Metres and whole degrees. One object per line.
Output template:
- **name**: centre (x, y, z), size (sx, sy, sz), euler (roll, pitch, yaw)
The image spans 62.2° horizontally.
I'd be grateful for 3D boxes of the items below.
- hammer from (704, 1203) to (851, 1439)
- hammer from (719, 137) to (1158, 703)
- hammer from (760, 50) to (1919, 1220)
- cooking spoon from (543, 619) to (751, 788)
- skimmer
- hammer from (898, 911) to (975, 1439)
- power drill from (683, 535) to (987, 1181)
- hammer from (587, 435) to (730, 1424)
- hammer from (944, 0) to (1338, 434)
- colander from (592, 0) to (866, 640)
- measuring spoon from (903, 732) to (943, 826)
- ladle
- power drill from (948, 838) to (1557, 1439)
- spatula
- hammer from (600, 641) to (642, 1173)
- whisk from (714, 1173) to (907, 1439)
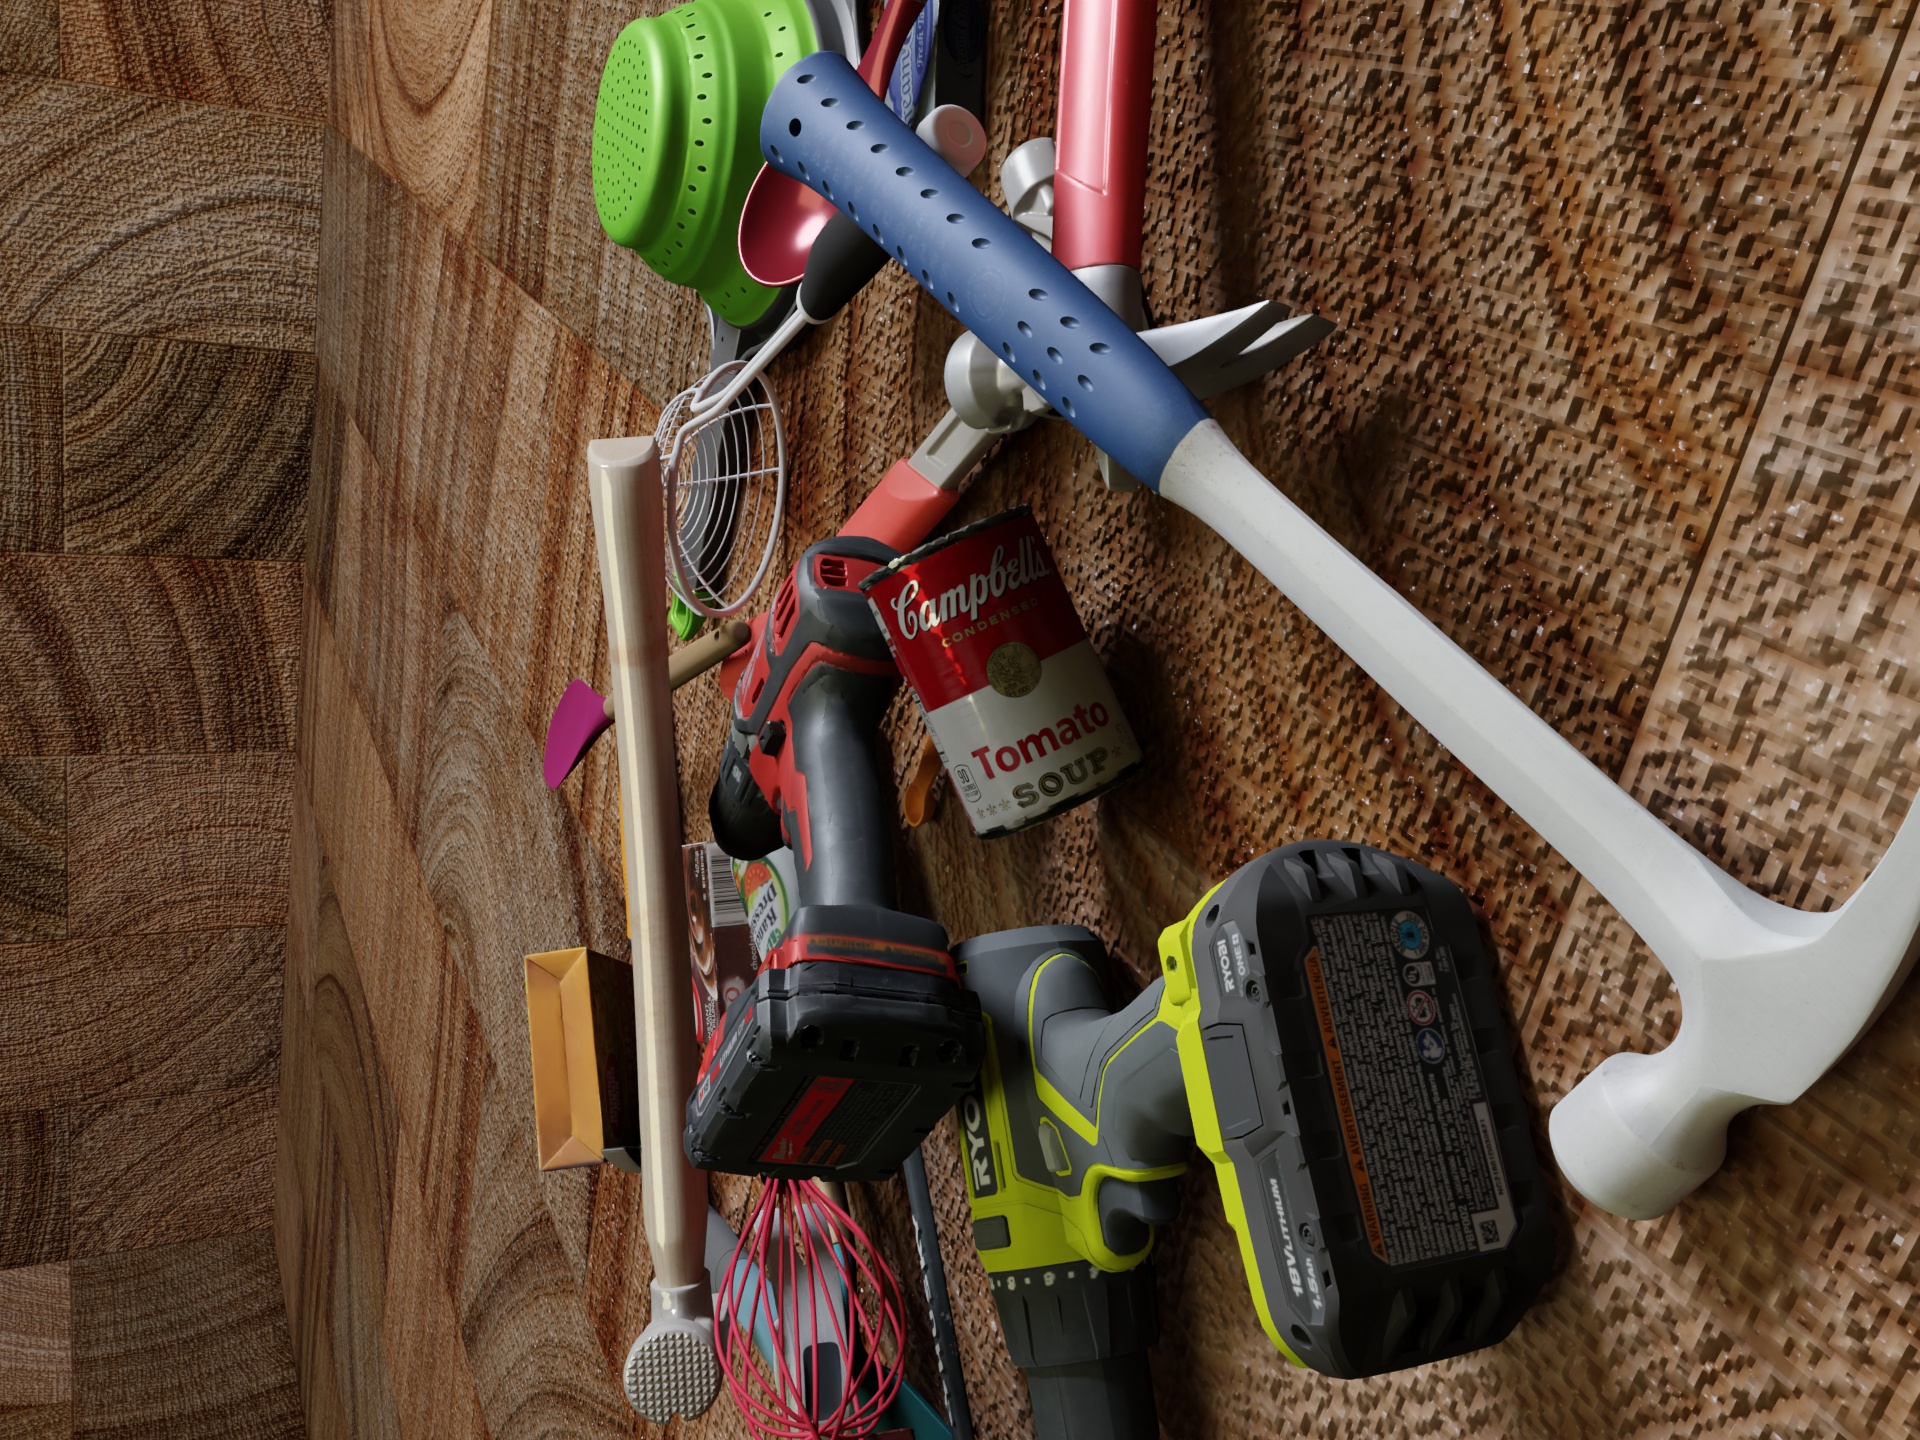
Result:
- **hammer**: centre (-0.117, 0.291, 0.824), size (0.331, 0.033, 0.128), euler (173, 96, -69)
- **hammer**: centre (-0.028, -0.080, 0.704), size (0.359, 0.036, 0.149), euler (-41, 56, 53)
- **hammer**: centre (0.071, -0.069, 0.425), size (0.406, 0.035, 0.144), euler (49, 132, 27)
- **cooking spoon**: centre (-0.191, -0.012, 0.924), size (0.319, 0.017, 0.069), euler (-21, 61, 57)
- **skimmer**: centre (-0.058, -0.142, 0.680), size (0.363, 0.090, 0.127), euler (-24, 45, 60)
- **hammer**: centre (-0.022, 0.172, 0.670), size (0.149, 0.036, 0.409), euler (104, 158, -58)
- **power drill**: centre (-0.062, 0.063, 0.630), size (0.187, 0.080, 0.227), euler (122, 151, -46)
- **hammer**: centre (-0.135, 0.079, 0.707), size (0.146, 0.038, 0.411), euler (126, 139, -80)
- **hammer**: centre (0.062, -0.293, 0.513), size (0.143, 0.038, 0.386), euler (0, 86, 50)
- **colander**: centre (-0.151, -0.225, 0.857), size (0.205, 0.094, 0.397), euler (48, 131, 49)
- **measuring spoon**: centre (-0.001, -0.002, 0.687), size (0.021, 0.011, 0.116), euler (55, 133, 46)
- **ladle**: centre (-0.011, -0.316, 0.635), size (0.069, 0.031, 0.315), euler (47, 121, 31)
- **power drill**: centre (0.069, 0.145, 0.498), size (0.228, 0.080, 0.191), euler (-39, 56, 58)
- **spatula**: centre (-0.054, 0.231, 0.772), size (0.082, 0.044, 0.318), euler (-58, 38, 41)
- **hammer**: centre (-0.196, 0.103, 0.974), size (0.127, 0.034, 0.337), euler (96, 169, -75)
- **whisk**: centre (-0.072, 0.201, 0.673), size (0.296, 0.073, 0.073), euler (-123, 39, -69)
